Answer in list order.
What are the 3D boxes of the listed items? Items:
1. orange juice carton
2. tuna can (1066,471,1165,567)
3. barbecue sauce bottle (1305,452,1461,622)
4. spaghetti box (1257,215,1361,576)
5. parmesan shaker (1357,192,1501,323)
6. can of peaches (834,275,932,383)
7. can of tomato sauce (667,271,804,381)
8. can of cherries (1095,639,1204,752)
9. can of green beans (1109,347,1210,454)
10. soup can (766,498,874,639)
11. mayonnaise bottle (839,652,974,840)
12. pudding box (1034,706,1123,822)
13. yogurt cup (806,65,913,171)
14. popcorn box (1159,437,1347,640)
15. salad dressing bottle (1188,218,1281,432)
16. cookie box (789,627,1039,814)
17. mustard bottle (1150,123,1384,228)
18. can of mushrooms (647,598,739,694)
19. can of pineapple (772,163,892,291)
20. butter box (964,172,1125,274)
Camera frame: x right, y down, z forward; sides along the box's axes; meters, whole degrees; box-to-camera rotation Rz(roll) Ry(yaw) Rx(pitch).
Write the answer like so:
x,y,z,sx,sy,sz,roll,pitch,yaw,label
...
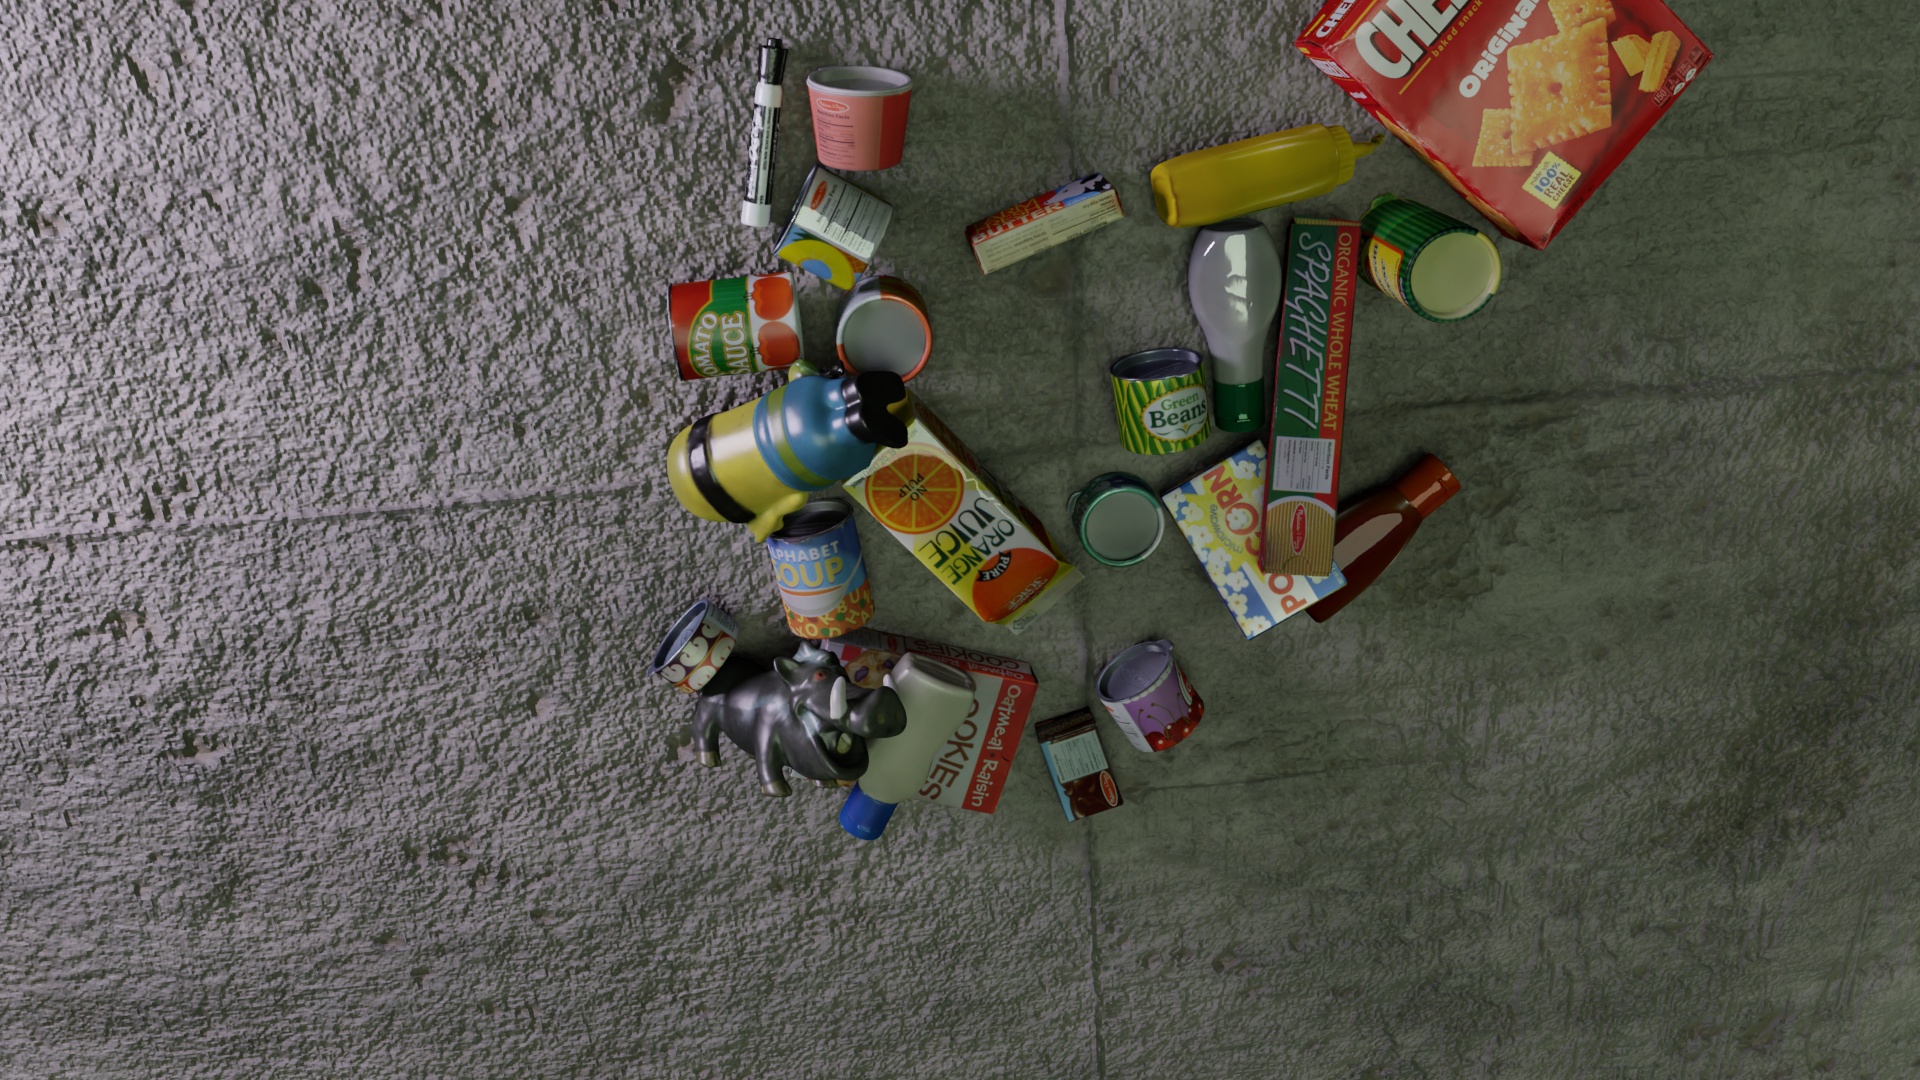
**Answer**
x,y,z,sx,sy,sz,roll,pitch,yaw,label
0.004,-0.013,1.008,0.071,0.073,0.192,-41,111,11,orange juice carton
0.116,-0.016,1.040,0.071,0.033,0.070,-2,113,-5,tuna can
0.310,-0.006,1.058,0.148,0.044,0.065,-41,104,10,barbecue sauce bottle
0.246,-0.100,0.980,0.050,0.029,0.249,4,96,5,spaghetti box
0.314,-0.194,0.947,0.071,0.103,0.071,-2,113,-4,parmesan shaker
-0.051,-0.143,0.957,0.071,0.058,0.071,-2,112,-5,can of peaches
-0.151,-0.144,0.940,0.083,0.071,0.071,-7,113,-3,can of tomato sauce
0.150,0.121,1.082,0.071,0.072,0.058,-32,112,8,can of cherries
0.143,-0.099,0.990,0.071,0.071,0.057,-12,114,-1,can of green beans
-0.103,0.022,1.013,0.071,0.071,0.083,-12,114,-1,soup can
-0.046,0.158,1.048,0.065,0.041,0.147,23,109,-12,mayonnaise bottle
0.095,0.182,1.122,0.050,0.030,0.083,-20,113,2,pudding box
-0.065,-0.273,0.899,0.072,0.073,0.053,-1,121,-5,yogurt cup
0.216,-0.001,1.029,0.085,0.038,0.126,-31,89,8,popcorn box
0.196,-0.151,0.987,0.064,0.044,0.147,-6,114,3,salad dressing bottle
-0.037,0.140,1.085,0.167,0.040,0.122,13,110,-11,cookie box
0.212,-0.250,0.937,0.160,0.065,0.048,-14,109,-4,mustard bottle
-0.198,0.080,1.030,0.033,0.071,0.071,40,104,-20,can of mushrooms
-0.085,-0.207,0.924,0.058,0.071,0.070,26,108,-15,can of pineapple
0.055,-0.215,0.940,0.103,0.053,0.024,-22,116,4,butter box
